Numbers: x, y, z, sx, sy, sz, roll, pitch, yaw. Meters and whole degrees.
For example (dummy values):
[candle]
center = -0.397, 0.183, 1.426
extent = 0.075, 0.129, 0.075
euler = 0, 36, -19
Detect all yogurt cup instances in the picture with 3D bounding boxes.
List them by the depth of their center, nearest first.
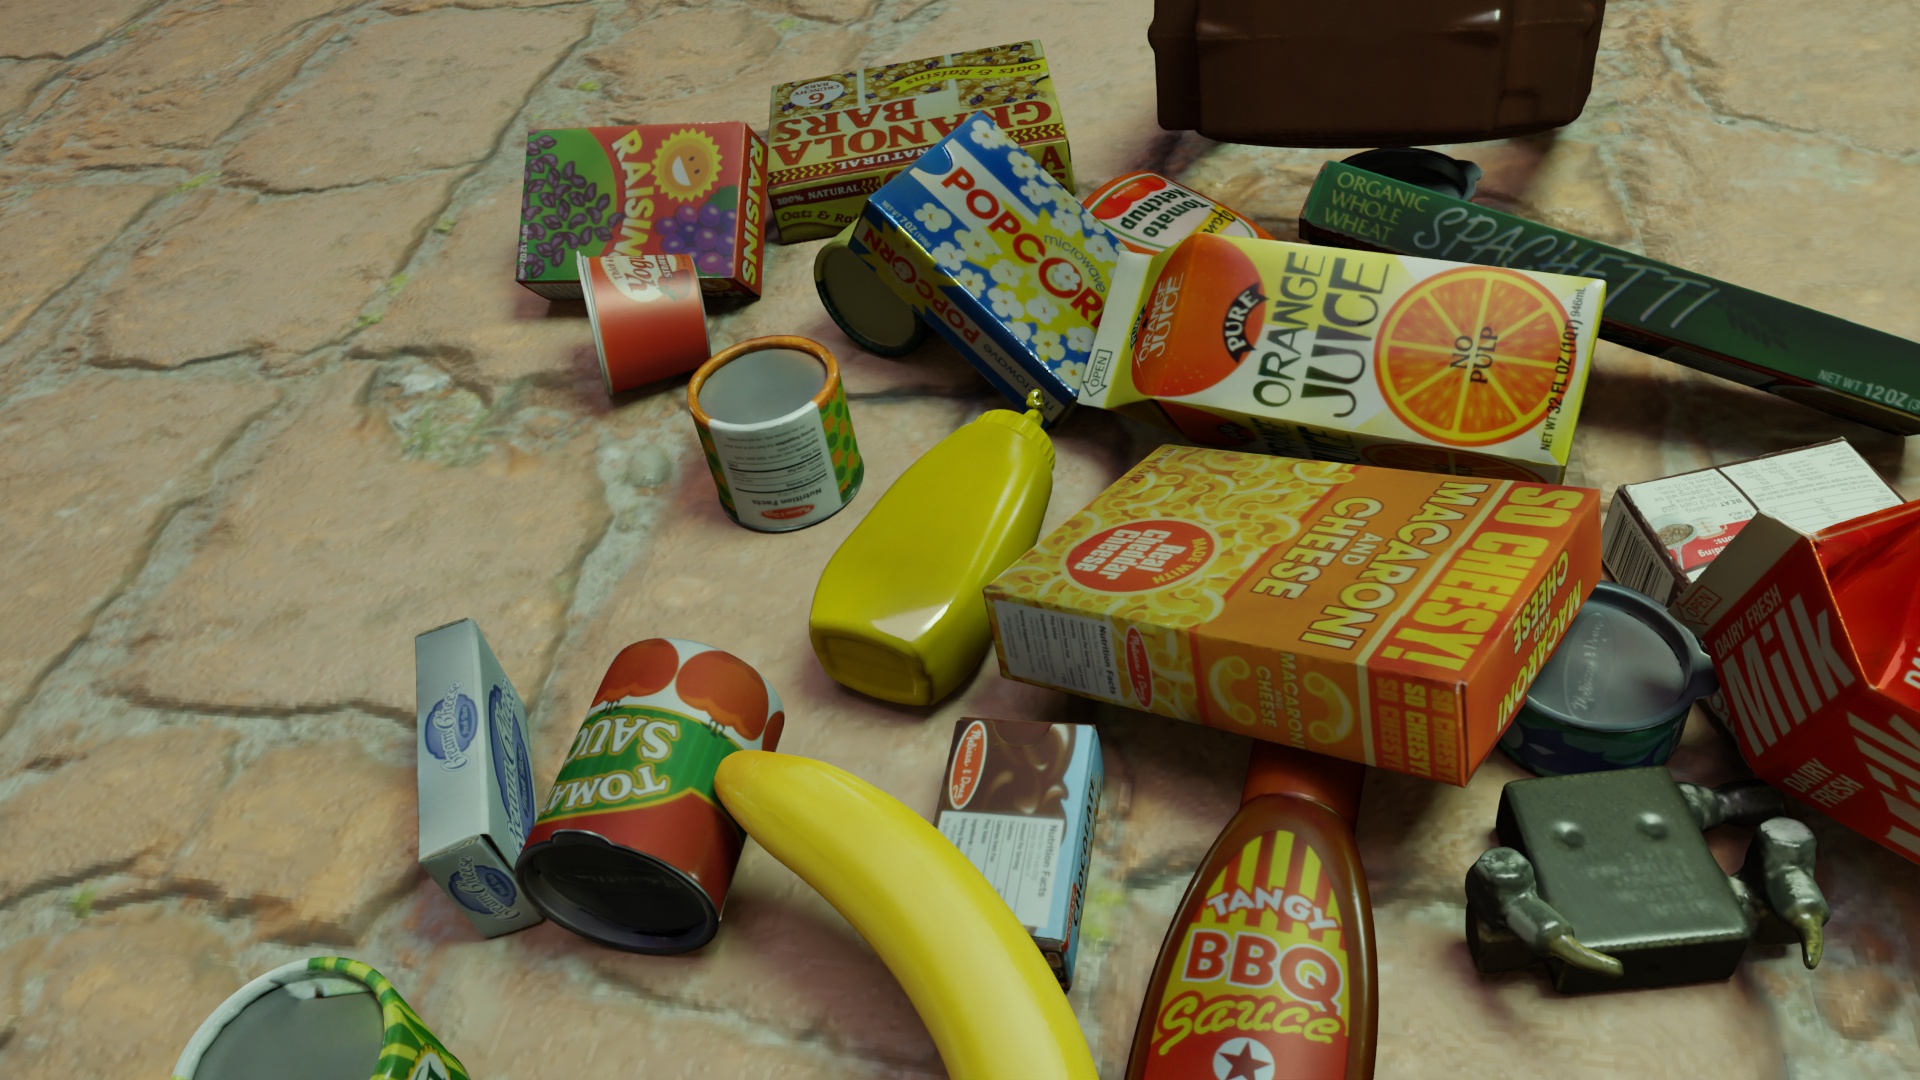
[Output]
[yogurt cup]
center = -0.153, -0.108, 0.676
extent = 0.054, 0.072, 0.073
euler = -11, 43, -12

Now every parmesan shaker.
[parmesan shaker]
center = -0.017, -0.144, 0.686
extent = 0.071, 0.071, 0.103
euler = 22, 53, 30

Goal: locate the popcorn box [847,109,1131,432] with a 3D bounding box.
[popcorn box]
center = 0.024, -0.122, 0.627
extent = 0.127, 0.038, 0.085
euler = 43, 59, 1

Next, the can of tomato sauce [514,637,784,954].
[can of tomato sauce]
center = -0.102, 0.083, 0.463
extent = 0.071, 0.070, 0.083
euler = 2, 45, 13

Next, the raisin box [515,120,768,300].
[raisin box]
center = -0.166, -0.172, 0.732
extent = 0.123, 0.040, 0.086
euler = 1, 83, 13

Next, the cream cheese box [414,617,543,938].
[cream cheese box]
center = -0.170, 0.082, 0.489
extent = 0.024, 0.053, 0.104
euler = -19, 44, -5

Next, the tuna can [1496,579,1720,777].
[tuna can]
center = 0.211, 0.048, 0.464
extent = 0.071, 0.032, 0.071
euler = -6, 44, 6

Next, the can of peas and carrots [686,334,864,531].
[can of peas and carrots]
center = -0.080, -0.049, 0.602
extent = 0.071, 0.058, 0.071
euler = -5, 44, 5

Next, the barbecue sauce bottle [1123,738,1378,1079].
[barbecue sauce bottle]
center = 0.093, 0.116, 0.409
extent = 0.065, 0.043, 0.149
euler = 6, 46, 20

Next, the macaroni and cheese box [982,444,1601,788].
[macaroni and cheese box]
center = 0.112, 0.016, 0.470
extent = 0.166, 0.040, 0.124
euler = 10, 34, 39

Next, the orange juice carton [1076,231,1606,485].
[orange juice carton]
center = 0.145, -0.072, 0.553
extent = 0.193, 0.073, 0.072
euler = 13, 84, 23

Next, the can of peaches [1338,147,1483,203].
[can of peaches]
center = 0.202, -0.140, 0.641
extent = 0.071, 0.057, 0.071
euler = -6, 43, 5

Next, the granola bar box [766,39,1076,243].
[granola bar box]
center = -0.026, -0.230, 0.793
extent = 0.166, 0.038, 0.125
euler = -9, 44, 2

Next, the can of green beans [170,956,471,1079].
[can of green beans]
center = -0.184, 0.164, 0.404
extent = 0.071, 0.057, 0.071
euler = -6, 44, 6

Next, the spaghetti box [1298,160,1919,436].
[spaghetti box]
center = 0.258, -0.097, 0.553
extent = 0.250, 0.028, 0.050
euler = 22, 7, 14

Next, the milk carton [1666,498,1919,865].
[milk carton]
center = 0.296, 0.054, 0.377
extent = 0.191, 0.072, 0.074
euler = 31, 68, 19

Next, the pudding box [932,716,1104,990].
[pudding box]
center = 0.017, 0.099, 0.451
extent = 0.049, 0.030, 0.084
euler = 1, 45, 14

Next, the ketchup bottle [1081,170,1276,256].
[ketchup bottle]
center = 0.121, -0.127, 0.655
extent = 0.065, 0.043, 0.149
euler = -34, 49, -22

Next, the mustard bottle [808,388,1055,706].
[mustard bottle]
center = 0.002, -0.007, 0.550
extent = 0.065, 0.048, 0.161
euler = 15, 49, 24
